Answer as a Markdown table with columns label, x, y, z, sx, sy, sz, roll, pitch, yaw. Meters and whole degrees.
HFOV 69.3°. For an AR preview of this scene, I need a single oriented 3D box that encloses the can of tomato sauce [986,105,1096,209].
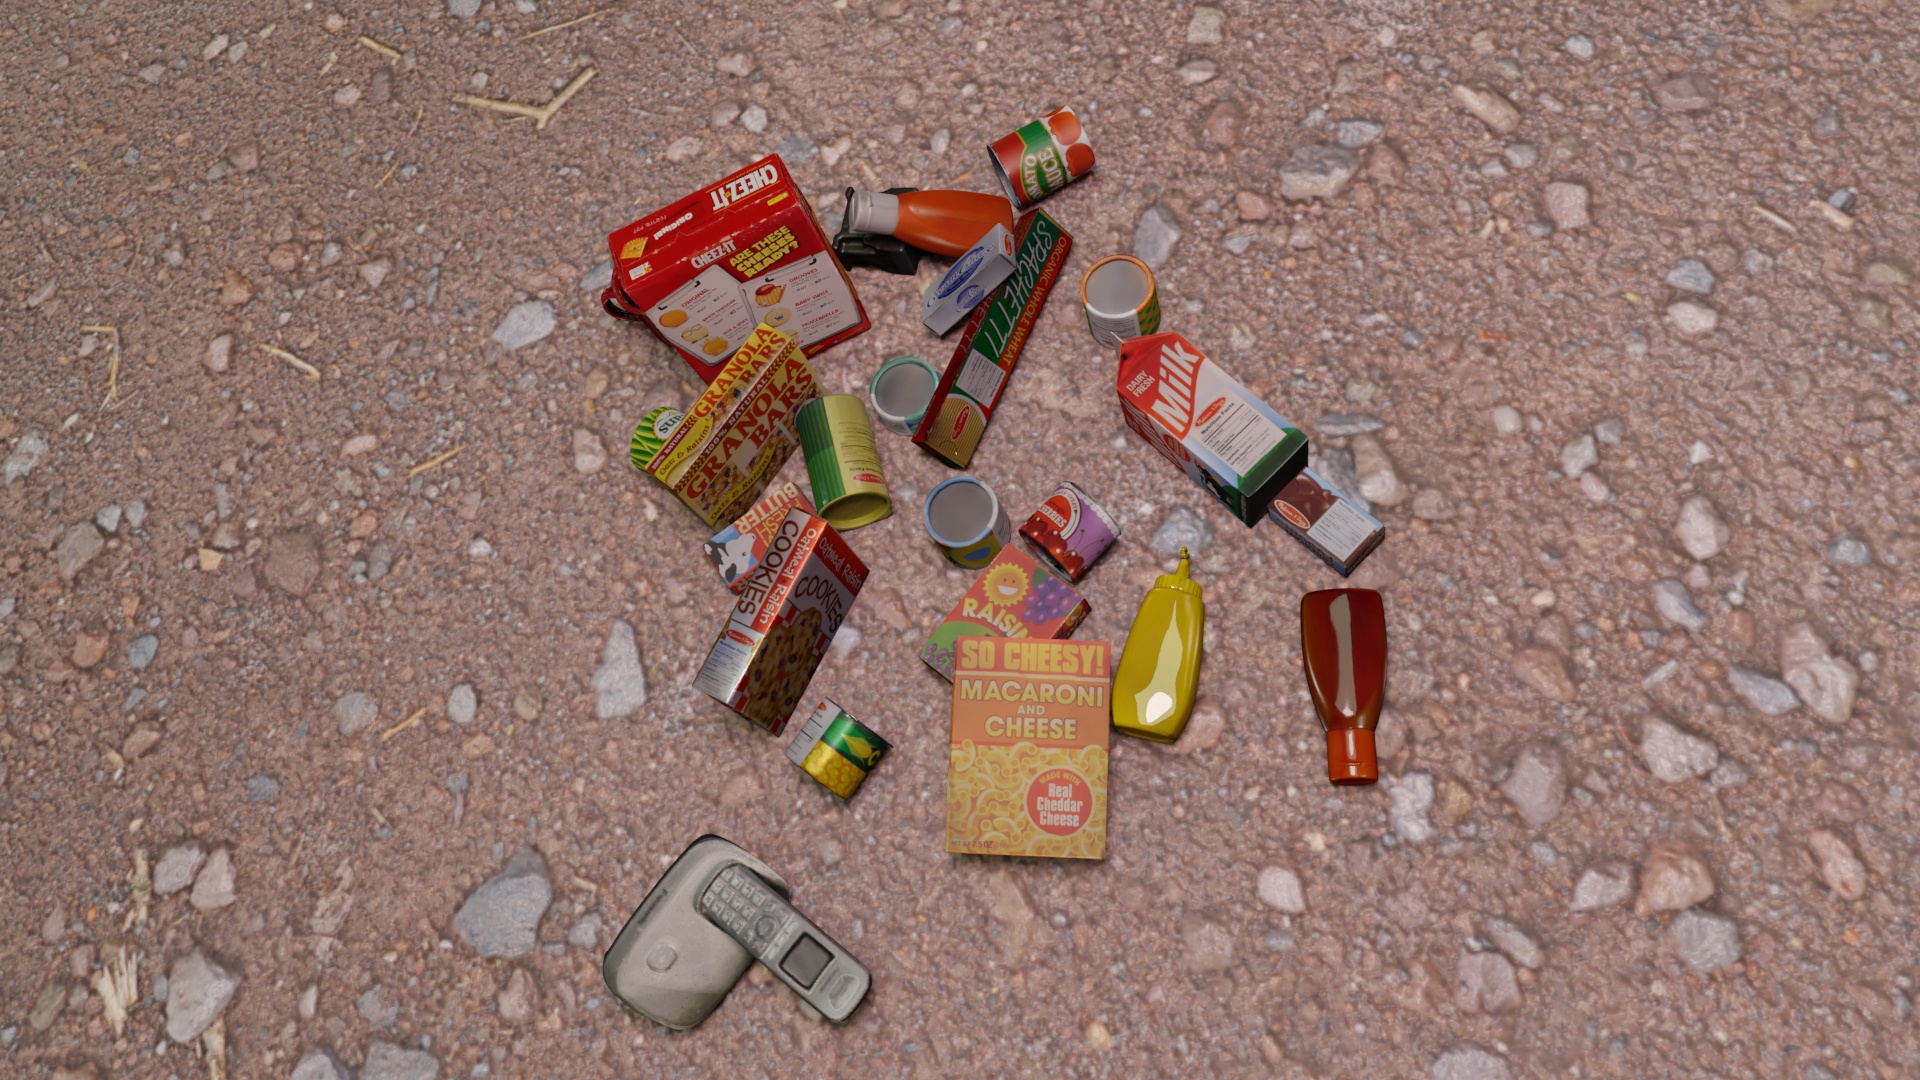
| label | x | y | z | sx | sy | sz | roll | pitch | yaw |
| --- | --- | --- | --- | --- | --- | --- | --- | --- | --- |
| can of tomato sauce | 0.077 | -0.359 | 1.304 | 0.083 | 0.071 | 0.071 | -28 | 65 | 1 |

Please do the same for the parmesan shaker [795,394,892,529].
| label | x | y | z | sx | sy | sz | roll | pitch | yaw |
| --- | --- | --- | --- | --- | --- | --- | --- | --- | --- |
| parmesan shaker | -0.103 | -0.069 | 1.235 | 0.071 | 0.071 | 0.103 | -19 | 65 | 6 |

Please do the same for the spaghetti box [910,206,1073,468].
| label | x | y | z | sx | sy | sz | roll | pitch | yaw |
| --- | --- | --- | --- | --- | --- | --- | --- | --- | --- |
| spaghetti box | 0.031 | -0.183 | 1.252 | 0.028 | 0.050 | 0.250 | 2 | 63 | 57 |

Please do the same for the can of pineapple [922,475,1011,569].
| label | x | y | z | sx | sy | sz | roll | pitch | yaw |
| --- | --- | --- | --- | --- | --- | --- | --- | --- | --- |
| can of pineapple | 0.004 | -0.015 | 1.188 | 0.071 | 0.057 | 0.071 | -5 | 68 | 12 |

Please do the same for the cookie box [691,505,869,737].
| label | x | y | z | sx | sy | sz | roll | pitch | yaw |
| --- | --- | --- | --- | --- | --- | --- | --- | --- | --- |
| cookie box | -0.146 | 0.069 | 1.156 | 0.040 | 0.122 | 0.168 | 23 | 76 | 20 |

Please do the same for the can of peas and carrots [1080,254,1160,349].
| label | x | y | z | sx | sy | sz | roll | pitch | yaw |
| --- | --- | --- | --- | --- | --- | --- | --- | --- | --- |
| can of peas and carrots | 0.143 | -0.214 | 1.234 | 0.071 | 0.058 | 0.071 | -5 | 68 | 12 |

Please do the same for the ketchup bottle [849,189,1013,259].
| label | x | y | z | sx | sy | sz | roll | pitch | yaw |
| --- | --- | --- | --- | --- | --- | --- | --- | --- | --- |
| ketchup bottle | -0.026 | -0.294 | 1.278 | 0.149 | 0.043 | 0.065 | 4 | 70 | -19 |

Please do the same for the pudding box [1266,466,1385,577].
| label | x | y | z | sx | sy | sz | roll | pitch | yaw |
| --- | --- | --- | --- | --- | --- | --- | --- | --- | --- |
| pudding box | 0.298 | -0.016 | 1.132 | 0.050 | 0.030 | 0.084 | -46 | 66 | -5 |

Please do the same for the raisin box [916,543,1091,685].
| label | x | y | z | sx | sy | sz | roll | pitch | yaw |
| --- | --- | --- | --- | --- | --- | --- | --- | --- | --- |
| raisin box | 0.037 | 0.076 | 1.155 | 0.086 | 0.040 | 0.123 | 36 | 82 | 24 |

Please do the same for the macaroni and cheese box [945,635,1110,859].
| label | x | y | z | sx | sy | sz | roll | pitch | yaw |
| --- | --- | --- | --- | --- | --- | --- | --- | --- | --- |
| macaroni and cheese box | 0.053 | 0.161 | 1.087 | 0.124 | 0.040 | 0.166 | 3 | 80 | 2 |

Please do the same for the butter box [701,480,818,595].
| label | x | y | z | sx | sy | sz | roll | pitch | yaw |
| --- | --- | --- | --- | --- | --- | --- | --- | --- | --- |
| butter box | -0.176 | -0.003 | 1.246 | 0.103 | 0.024 | 0.053 | -36 | 64 | -2 |

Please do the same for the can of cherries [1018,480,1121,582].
| label | x | y | z | sx | sy | sz | roll | pitch | yaw |
| --- | --- | --- | --- | --- | --- | --- | --- | --- | --- |
| can of cherries | 0.089 | -0.009 | 1.158 | 0.058 | 0.071 | 0.071 | -46 | 66 | -6 |

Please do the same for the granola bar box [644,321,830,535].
| label | x | y | z | sx | sy | sz | roll | pitch | yaw |
| --- | --- | --- | --- | --- | --- | --- | --- | --- | --- |
| granola bar box | -0.193 | -0.096 | 1.234 | 0.039 | 0.124 | 0.166 | 32 | 79 | 22 |

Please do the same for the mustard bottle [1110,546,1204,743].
| label | x | y | z | sx | sy | sz | roll | pitch | yaw |
| --- | --- | --- | --- | --- | --- | --- | --- | --- | --- |
| mustard bottle | 0.166 | 0.080 | 1.116 | 0.065 | 0.048 | 0.161 | 12 | 71 | 17 |

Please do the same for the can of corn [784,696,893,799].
| label | x | y | z | sx | sy | sz | roll | pitch | yaw |
| --- | --- | --- | --- | --- | --- | --- | --- | --- | --- |
| can of corn | -0.099 | 0.171 | 1.136 | 0.071 | 0.071 | 0.058 | 33 | 80 | 23 |

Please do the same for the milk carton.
| label | x | y | z | sx | sy | sz | roll | pitch | yaw |
| --- | --- | --- | --- | --- | --- | --- | --- | --- | --- |
| milk carton | 0.197 | -0.106 | 1.170 | 0.073 | 0.072 | 0.191 | -44 | 67 | -5 |

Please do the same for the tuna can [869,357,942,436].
| label | x | y | z | sx | sy | sz | roll | pitch | yaw |
| --- | --- | --- | --- | --- | --- | --- | --- | --- | --- |
| tuna can | -0.046 | -0.133 | 1.262 | 0.071 | 0.032 | 0.071 | -5 | 68 | 12 |

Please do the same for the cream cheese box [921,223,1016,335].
| label | x | y | z | sx | sy | sz | roll | pitch | yaw |
| --- | --- | --- | --- | --- | --- | --- | --- | --- | --- |
| cream cheese box | 0.008 | -0.236 | 1.261 | 0.103 | 0.024 | 0.054 | -38 | 32 | 30 |

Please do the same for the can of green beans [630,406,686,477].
| label | x | y | z | sx | sy | sz | roll | pitch | yaw |
| --- | --- | --- | --- | --- | --- | --- | --- | --- | --- |
| can of green beans | -0.260 | -0.083 | 1.276 | 0.058 | 0.071 | 0.071 | 28 | 78 | 22 |

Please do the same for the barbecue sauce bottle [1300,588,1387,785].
| label | x | y | z | sx | sy | sz | roll | pitch | yaw |
| --- | --- | --- | --- | --- | --- | --- | --- | --- | --- |
| barbecue sauce bottle | 0.299 | 0.113 | 1.073 | 0.065 | 0.043 | 0.149 | -3 | 69 | 13 |
